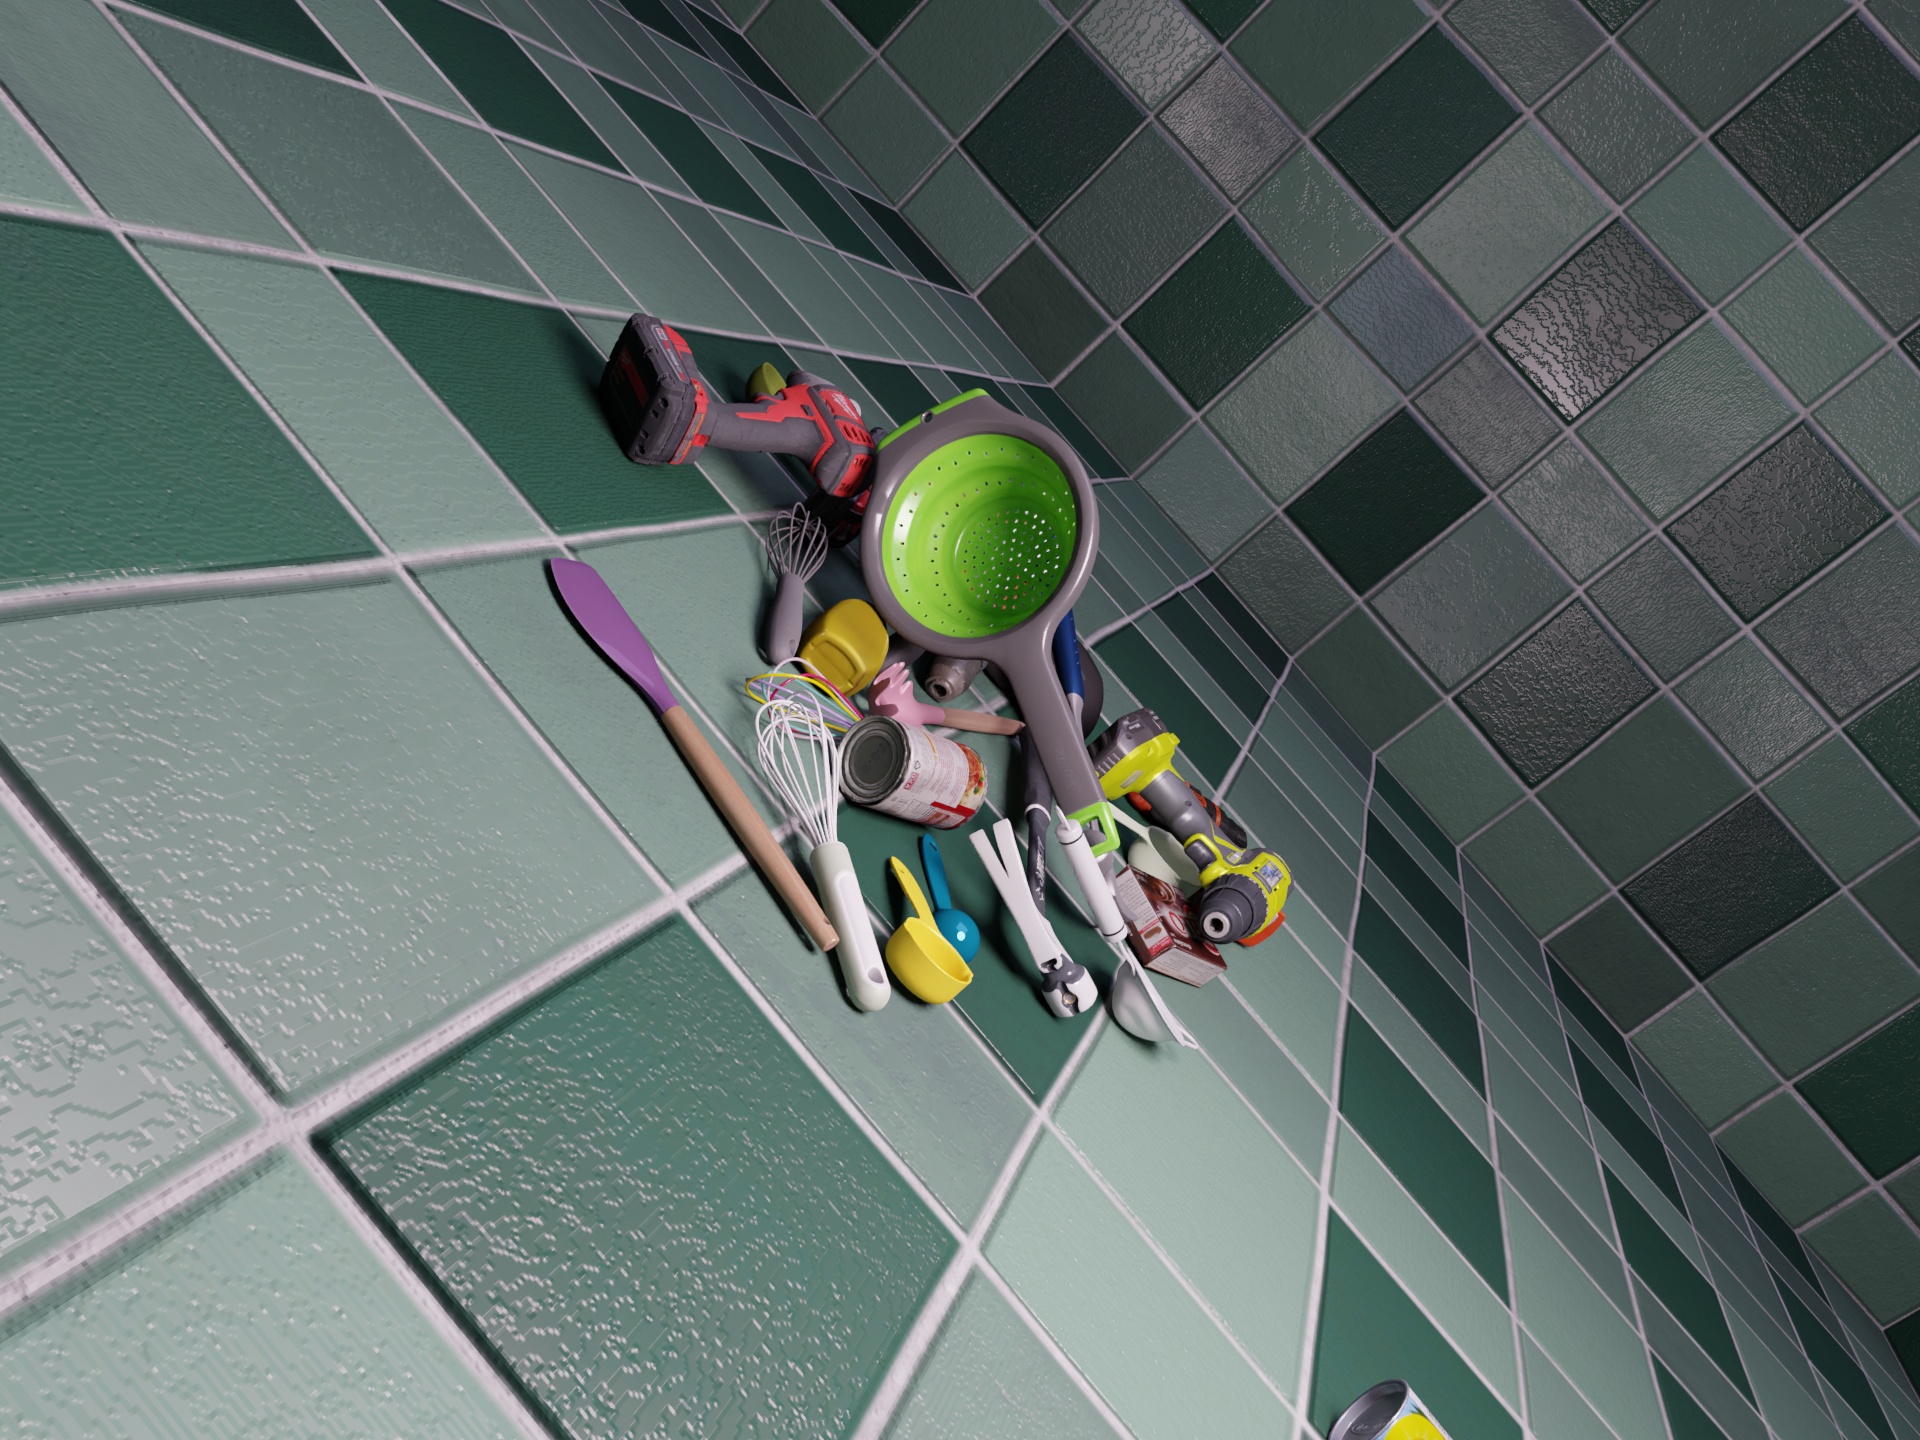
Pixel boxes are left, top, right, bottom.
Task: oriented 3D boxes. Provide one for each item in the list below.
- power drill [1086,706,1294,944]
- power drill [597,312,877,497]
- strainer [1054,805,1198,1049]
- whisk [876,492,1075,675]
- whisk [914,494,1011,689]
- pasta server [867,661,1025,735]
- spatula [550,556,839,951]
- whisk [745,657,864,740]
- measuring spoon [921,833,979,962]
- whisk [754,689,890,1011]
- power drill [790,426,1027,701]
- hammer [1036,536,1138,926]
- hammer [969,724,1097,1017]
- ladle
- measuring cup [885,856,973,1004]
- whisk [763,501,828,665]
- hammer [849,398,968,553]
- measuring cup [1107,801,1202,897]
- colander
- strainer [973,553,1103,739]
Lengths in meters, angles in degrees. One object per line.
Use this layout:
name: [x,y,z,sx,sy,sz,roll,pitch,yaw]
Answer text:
power drill: [0.204,0.103,1.458,0.228,0.080,0.190,50,22,10]
power drill: [-0.181,-0.262,1.333,0.219,0.078,0.143,5,43,-39]
strainer: [0.117,0.165,1.202,0.087,0.050,0.258,-114,178,-62]
whisk: [0.022,-0.121,1.410,0.284,0.070,0.070,-40,87,-28]
whisk: [-0.034,-0.154,1.593,0.296,0.073,0.073,55,18,1]
pasta server: [-0.002,-0.004,1.381,0.316,0.040,0.060,9,64,-65]
spatula: [-0.168,0.014,0.991,0.316,0.018,0.059,53,19,17]
whisk: [-0.074,0.007,1.187,0.244,0.047,0.051,29,25,-53]
measuring spoon: [-0.008,0.119,1.136,0.042,0.021,0.129,36,23,-33]
whisk: [-0.085,0.078,1.010,0.057,0.059,0.247,16,40,-39]
power drill: [-0.043,-0.137,1.454,0.226,0.080,0.188,42,44,-13]
hammer: [0.101,-0.003,1.397,0.143,0.035,0.406,67,13,-49]
hammer: [0.060,0.083,1.309,0.149,0.036,0.409,62,11,-16]
ladle: [-0.073,-0.260,1.535,0.320,0.062,0.078,27,3,16]
measuring cup: [-0.034,0.136,1.055,0.062,0.029,0.157,39,8,-25]
whisk: [-0.136,-0.110,1.279,0.055,0.055,0.239,40,24,-23]
hammer: [-0.037,-0.222,1.755,0.334,0.035,0.146,47,17,-6]
measuring cup: [0.159,0.116,1.513,0.167,0.038,0.083,36,22,-17]
colander: [0.054,-0.071,1.294,0.094,0.204,0.397,23,44,-66]
strainer: [0.085,-0.086,1.637,0.151,0.069,0.257,38,24,-60]
